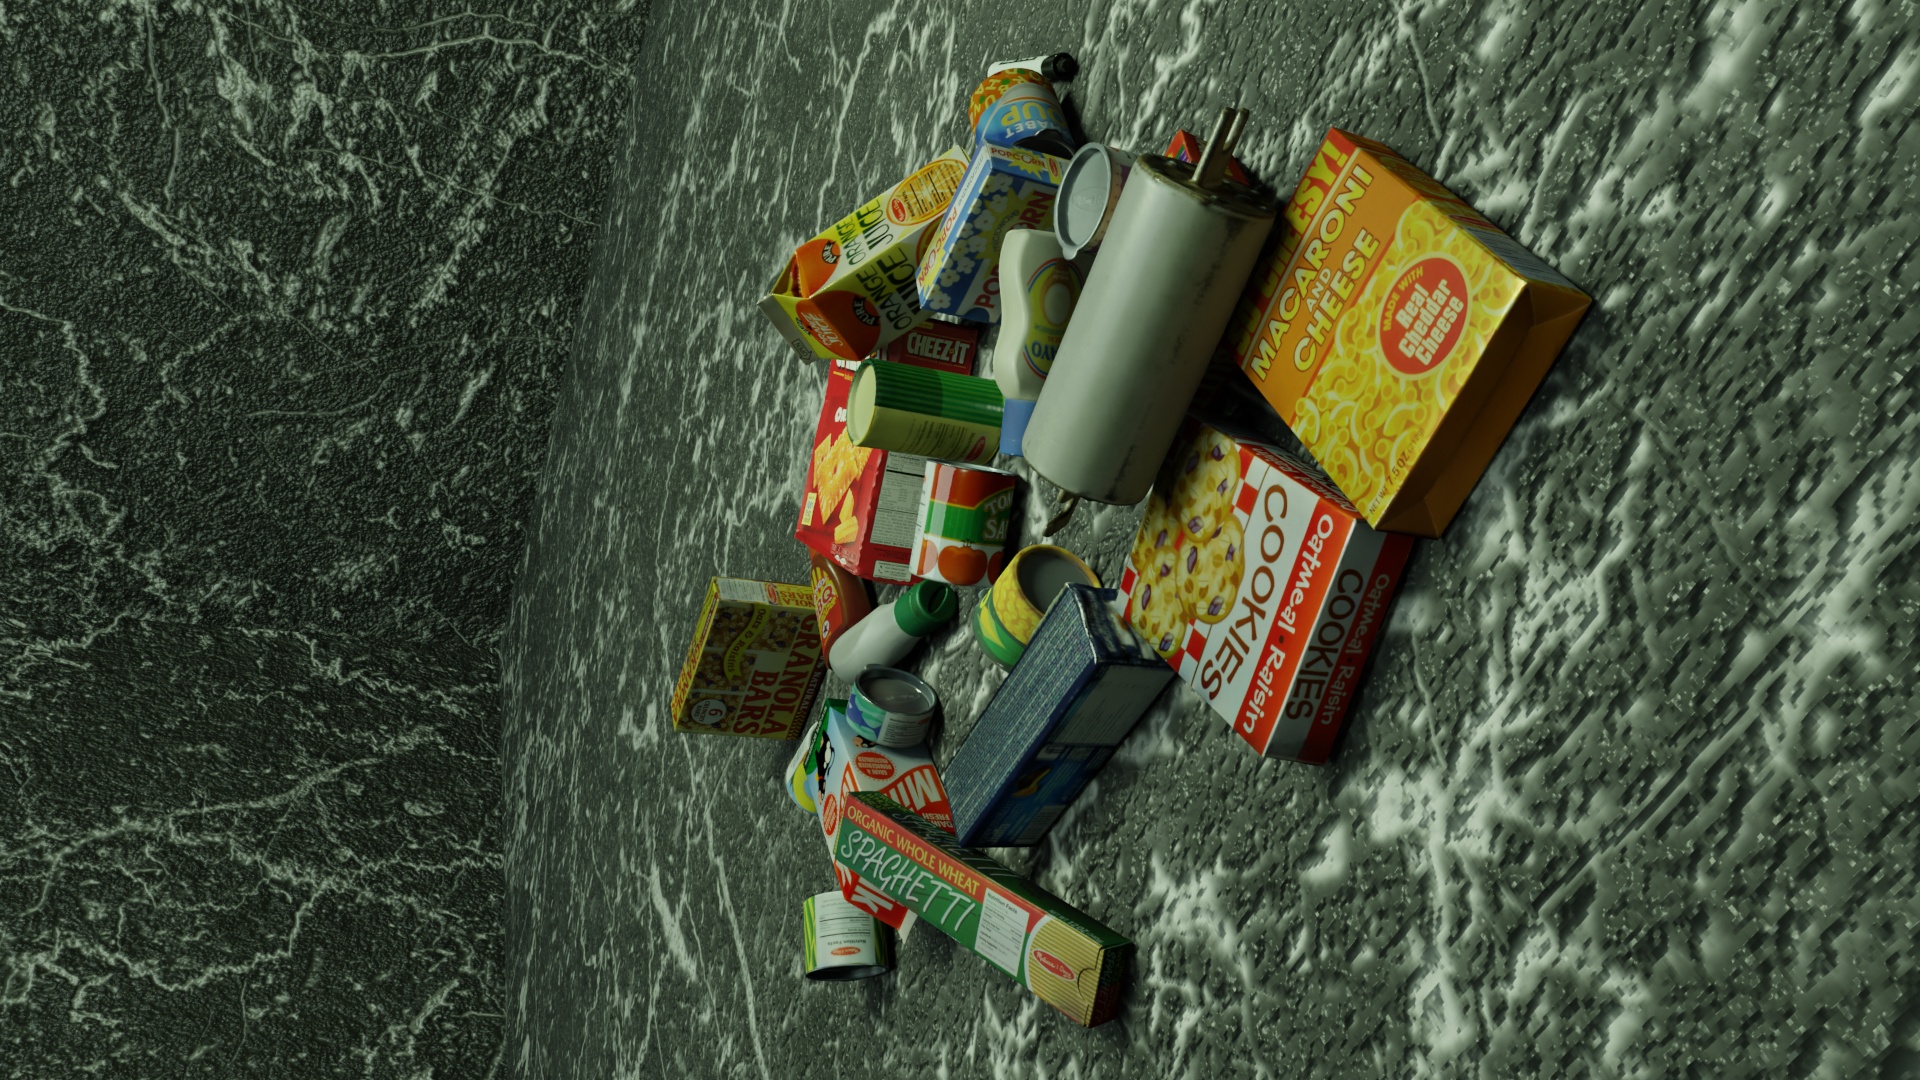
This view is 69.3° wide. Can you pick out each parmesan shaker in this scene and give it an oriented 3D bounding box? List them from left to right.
[{"bbox_3d":[-0.025,-0.098,1.031,0.071,0.103,0.071,150,124,-60],"label":"parmesan shaker"}]

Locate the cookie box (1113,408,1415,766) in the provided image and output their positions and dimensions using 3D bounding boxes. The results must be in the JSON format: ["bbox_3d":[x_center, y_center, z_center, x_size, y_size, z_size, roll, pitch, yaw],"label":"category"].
[{"bbox_3d":[0.147,0.017,0.703,0.168,0.040,0.122,-131,54,-60],"label":"cookie box"}]

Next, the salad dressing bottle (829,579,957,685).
[{"bbox_3d":[-0.054,0.073,1.108,0.147,0.044,0.064,-38,15,51],"label":"salad dressing bottle"}]

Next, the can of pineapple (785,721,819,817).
[{"bbox_3d":[-0.106,0.191,1.168,0.057,0.071,0.071,121,147,-40],"label":"can of pineapple"}]

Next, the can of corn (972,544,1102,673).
[{"bbox_3d":[0.048,0.042,0.874,0.058,0.071,0.071,-55,36,44],"label":"can of corn"}]

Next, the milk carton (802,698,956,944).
[{"bbox_3d":[-0.057,0.207,1.045,0.072,0.073,0.191,-68,28,27],"label":"milk carton"}]

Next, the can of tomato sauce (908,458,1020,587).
[{"bbox_3d":[0.004,-0.012,0.992,0.071,0.071,0.083,-159,77,-65],"label":"can of tomato sauce"}]

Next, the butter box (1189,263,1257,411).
[{"bbox_3d":[0.136,-0.110,0.781,0.103,0.024,0.053,122,147,-42],"label":"butter box"}]

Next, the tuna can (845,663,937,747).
[{"bbox_3d":[-0.055,0.127,1.072,0.071,0.071,0.032,-125,47,-56],"label":"tuna can"}]

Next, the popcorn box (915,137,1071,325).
[{"bbox_3d":[0.031,-0.210,0.963,0.126,0.085,0.038,122,147,-43],"label":"popcorn box"}]

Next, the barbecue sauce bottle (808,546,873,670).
[{"bbox_3d":[-0.109,0.044,1.242,0.149,0.044,0.064,-108,35,-44],"label":"barbecue sauce bottle"}]

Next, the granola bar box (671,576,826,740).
[{"bbox_3d":[-0.190,0.112,1.300,0.039,0.124,0.164,-113,39,-49],"label":"granola bar box"}]

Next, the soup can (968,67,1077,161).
[{"bbox_3d":[0.045,-0.284,0.977,0.071,0.071,0.084,123,145,-43],"label":"soup can"}]

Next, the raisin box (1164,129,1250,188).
[{"bbox_3d":[0.114,-0.160,0.783,0.086,0.040,0.122,-80,16,-63],"label":"raisin box"}]

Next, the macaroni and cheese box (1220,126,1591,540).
[{"bbox_3d":[0.192,-0.100,0.637,0.123,0.040,0.167,-66,29,30],"label":"macaroni and cheese box"}]

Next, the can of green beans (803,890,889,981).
[{"bbox_3d":[-0.090,0.312,1.096,0.071,0.071,0.058,134,138,-52],"label":"can of green beans"}]

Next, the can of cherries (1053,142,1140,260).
[{"bbox_3d":[0.098,-0.202,0.850,0.071,0.058,0.071,-27,60,60],"label":"can of cherries"}]

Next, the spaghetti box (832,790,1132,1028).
[{"bbox_3d":[0.005,0.223,0.875,0.250,0.029,0.050,19,100,47],"label":"spaghetti box"}]

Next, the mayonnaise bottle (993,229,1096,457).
[{"bbox_3d":[0.052,-0.130,0.927,0.041,0.065,0.148,18,104,61],"label":"mayonnaise bottle"}]

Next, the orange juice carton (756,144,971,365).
[{"bbox_3d":[-0.056,-0.205,1.044,0.192,0.071,0.073,-31,43,10],"label":"orange juice carton"}]
